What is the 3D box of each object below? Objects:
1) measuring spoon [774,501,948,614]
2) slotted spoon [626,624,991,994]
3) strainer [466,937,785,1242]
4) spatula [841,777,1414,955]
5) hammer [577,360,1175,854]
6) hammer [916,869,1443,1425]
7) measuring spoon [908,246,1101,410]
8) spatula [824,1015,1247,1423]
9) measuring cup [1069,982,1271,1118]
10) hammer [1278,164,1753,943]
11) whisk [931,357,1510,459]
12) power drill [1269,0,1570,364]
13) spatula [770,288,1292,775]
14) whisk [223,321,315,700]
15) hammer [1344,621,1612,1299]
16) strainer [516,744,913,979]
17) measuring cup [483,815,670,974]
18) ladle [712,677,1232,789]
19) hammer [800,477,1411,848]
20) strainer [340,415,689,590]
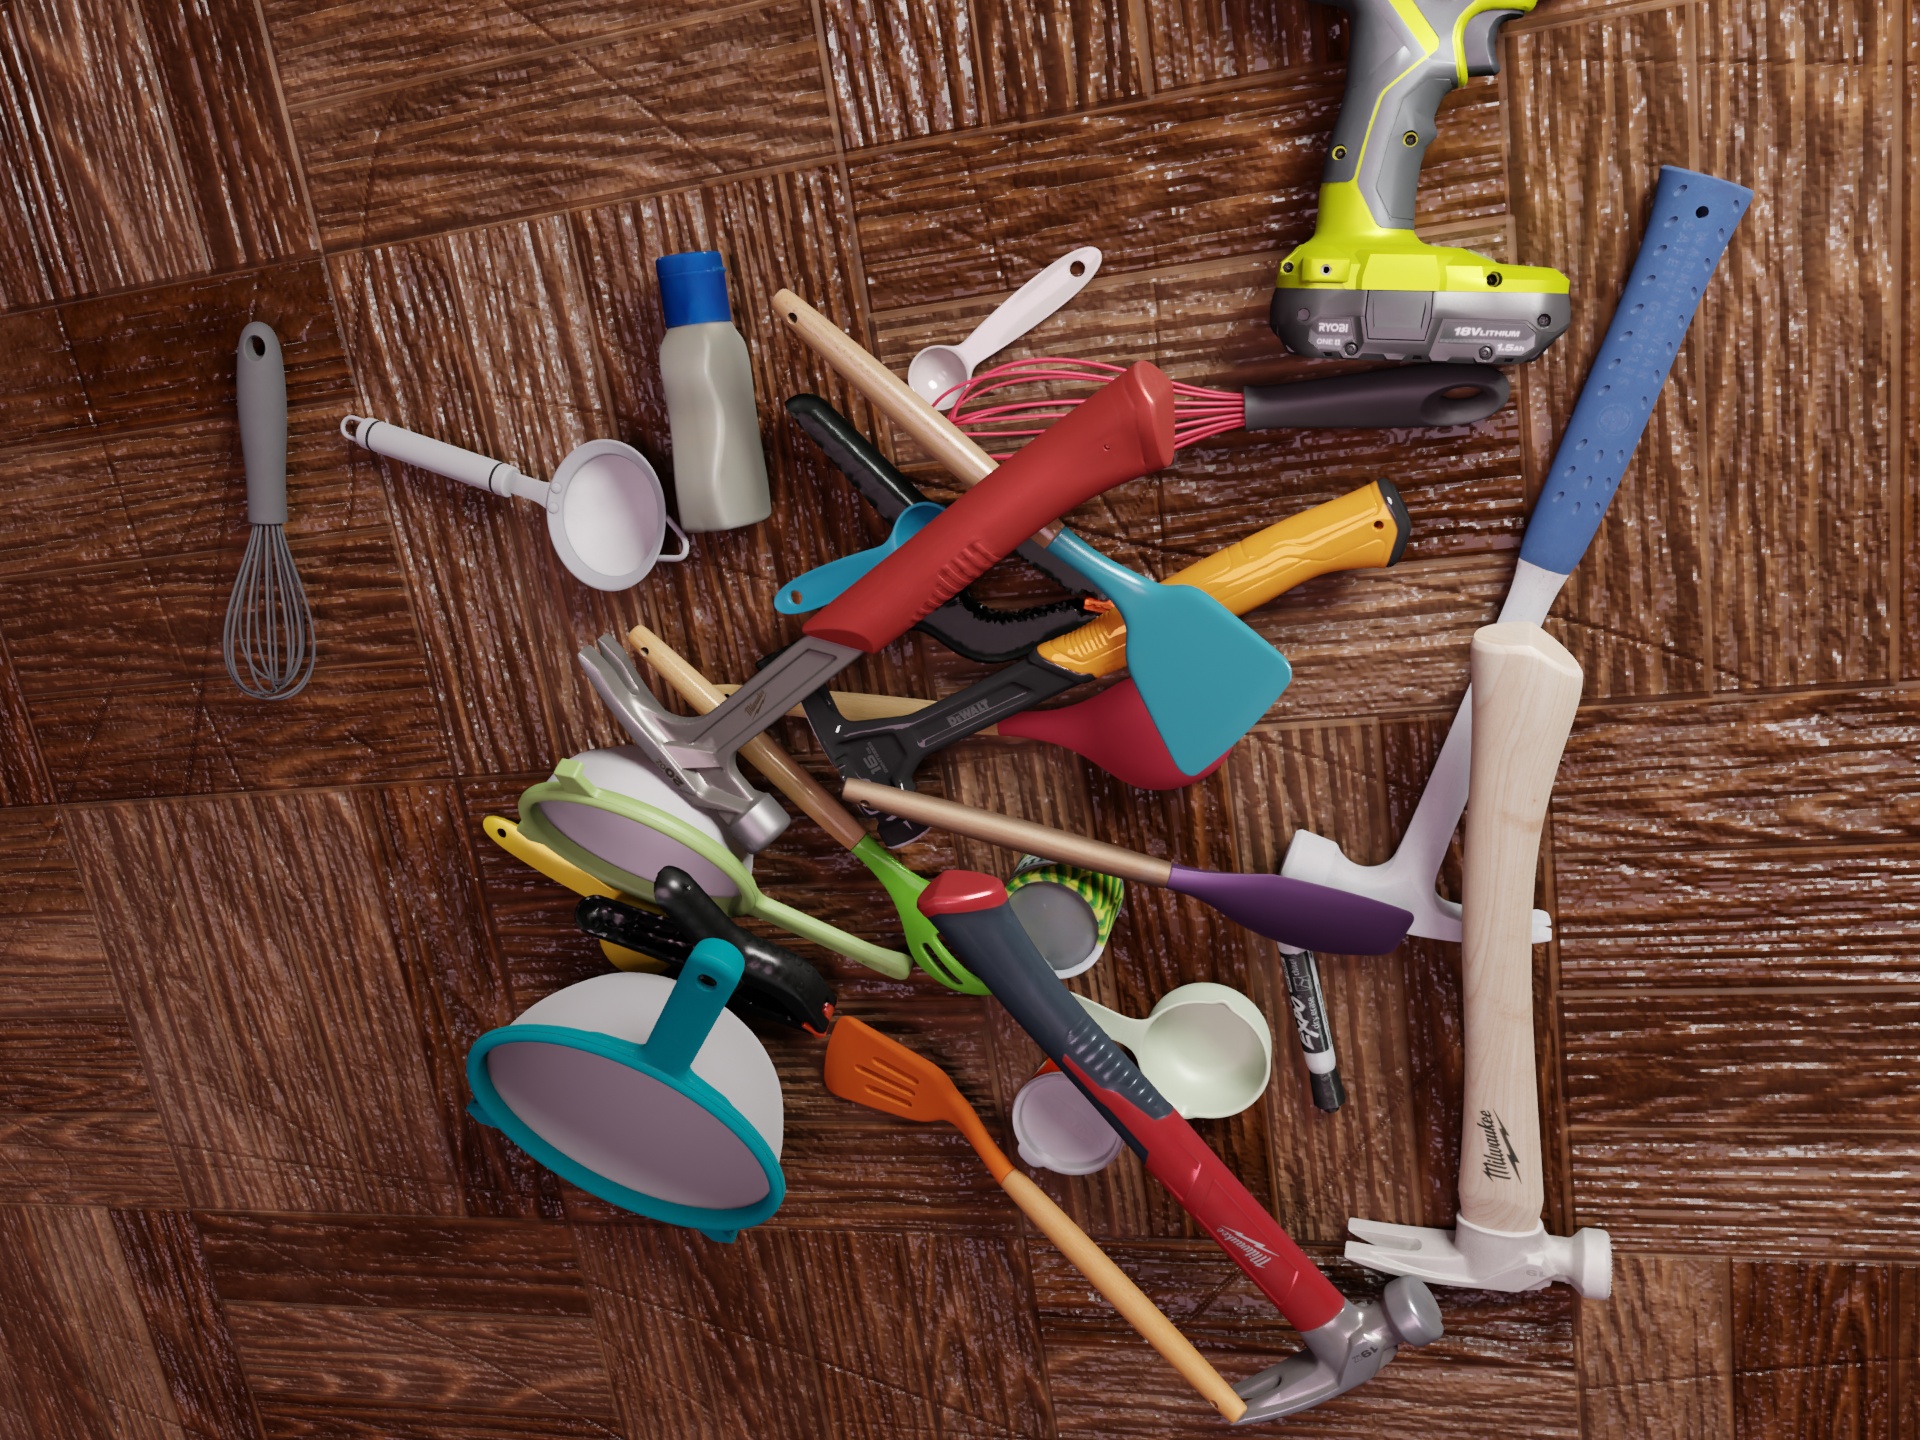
[{"bbox_3d":[-0.049,-0.085,0.869,0.128,0.021,0.042,-19,95,31],"label":"measuring spoon"},{"bbox_3d":[-0.081,0.056,0.948,0.313,0.031,0.070,44,118,-3],"label":"slotted spoon"},{"bbox_3d":[-0.170,0.188,0.949,0.211,0.095,0.340,28,138,-4],"label":"strainer"},{"bbox_3d":[0.088,0.079,0.870,0.316,0.018,0.059,15,139,1],"label":"spatula"},{"bbox_3d":[-0.042,-0.068,0.800,0.359,0.037,0.149,-35,98,32],"label":"hammer"},{"bbox_3d":[0.099,0.242,0.901,0.143,0.038,0.386,-37,101,22],"label":"hammer"},{"bbox_3d":[0.025,-0.210,0.848,0.124,0.018,0.034,-35,94,16],"label":"measuring spoon"},{"bbox_3d":[0.040,0.295,0.949,0.323,0.041,0.081,41,138,26],"label":"spatula"},{"bbox_3d":[0.102,0.175,0.939,0.167,0.038,0.083,19,112,12],"label":"measuring cup"},{"bbox_3d":[0.296,-0.066,0.802,0.144,0.035,0.405,20,112,9],"label":"hammer"},{"bbox_3d":[0.126,-0.157,0.812,0.296,0.073,0.073,-2,107,11],"label":"whisk"},{"bbox_3d":[0.226,-0.280,0.731,0.171,0.080,0.223,5,106,15],"label":"power drill"},{"bbox_3d":[0.025,-0.106,0.789,0.317,0.044,0.082,40,123,0],"label":"spatula"},{"bbox_3d":[-0.435,-0.126,0.993,0.055,0.055,0.239,8,105,14],"label":"whisk"},{"bbox_3d":[0.275,0.141,0.841,0.146,0.038,0.410,1,117,18],"label":"hammer"},{"bbox_3d":[-0.135,0.078,0.960,0.256,0.069,0.151,27,154,-14],"label":"strainer"},{"bbox_3d":[-0.246,0.110,1.021,0.156,0.029,0.062,32,114,1],"label":"measuring cup"},{"bbox_3d":[-0.001,-0.003,0.916,0.315,0.031,0.069,5,106,16],"label":"ladle"},{"bbox_3d":[0.072,-0.047,0.841,0.337,0.034,0.127,-25,106,20],"label":"hammer"},{"bbox_3d":[-0.260,-0.141,0.939,0.258,0.050,0.087,20,106,15],"label":"strainer"}]
